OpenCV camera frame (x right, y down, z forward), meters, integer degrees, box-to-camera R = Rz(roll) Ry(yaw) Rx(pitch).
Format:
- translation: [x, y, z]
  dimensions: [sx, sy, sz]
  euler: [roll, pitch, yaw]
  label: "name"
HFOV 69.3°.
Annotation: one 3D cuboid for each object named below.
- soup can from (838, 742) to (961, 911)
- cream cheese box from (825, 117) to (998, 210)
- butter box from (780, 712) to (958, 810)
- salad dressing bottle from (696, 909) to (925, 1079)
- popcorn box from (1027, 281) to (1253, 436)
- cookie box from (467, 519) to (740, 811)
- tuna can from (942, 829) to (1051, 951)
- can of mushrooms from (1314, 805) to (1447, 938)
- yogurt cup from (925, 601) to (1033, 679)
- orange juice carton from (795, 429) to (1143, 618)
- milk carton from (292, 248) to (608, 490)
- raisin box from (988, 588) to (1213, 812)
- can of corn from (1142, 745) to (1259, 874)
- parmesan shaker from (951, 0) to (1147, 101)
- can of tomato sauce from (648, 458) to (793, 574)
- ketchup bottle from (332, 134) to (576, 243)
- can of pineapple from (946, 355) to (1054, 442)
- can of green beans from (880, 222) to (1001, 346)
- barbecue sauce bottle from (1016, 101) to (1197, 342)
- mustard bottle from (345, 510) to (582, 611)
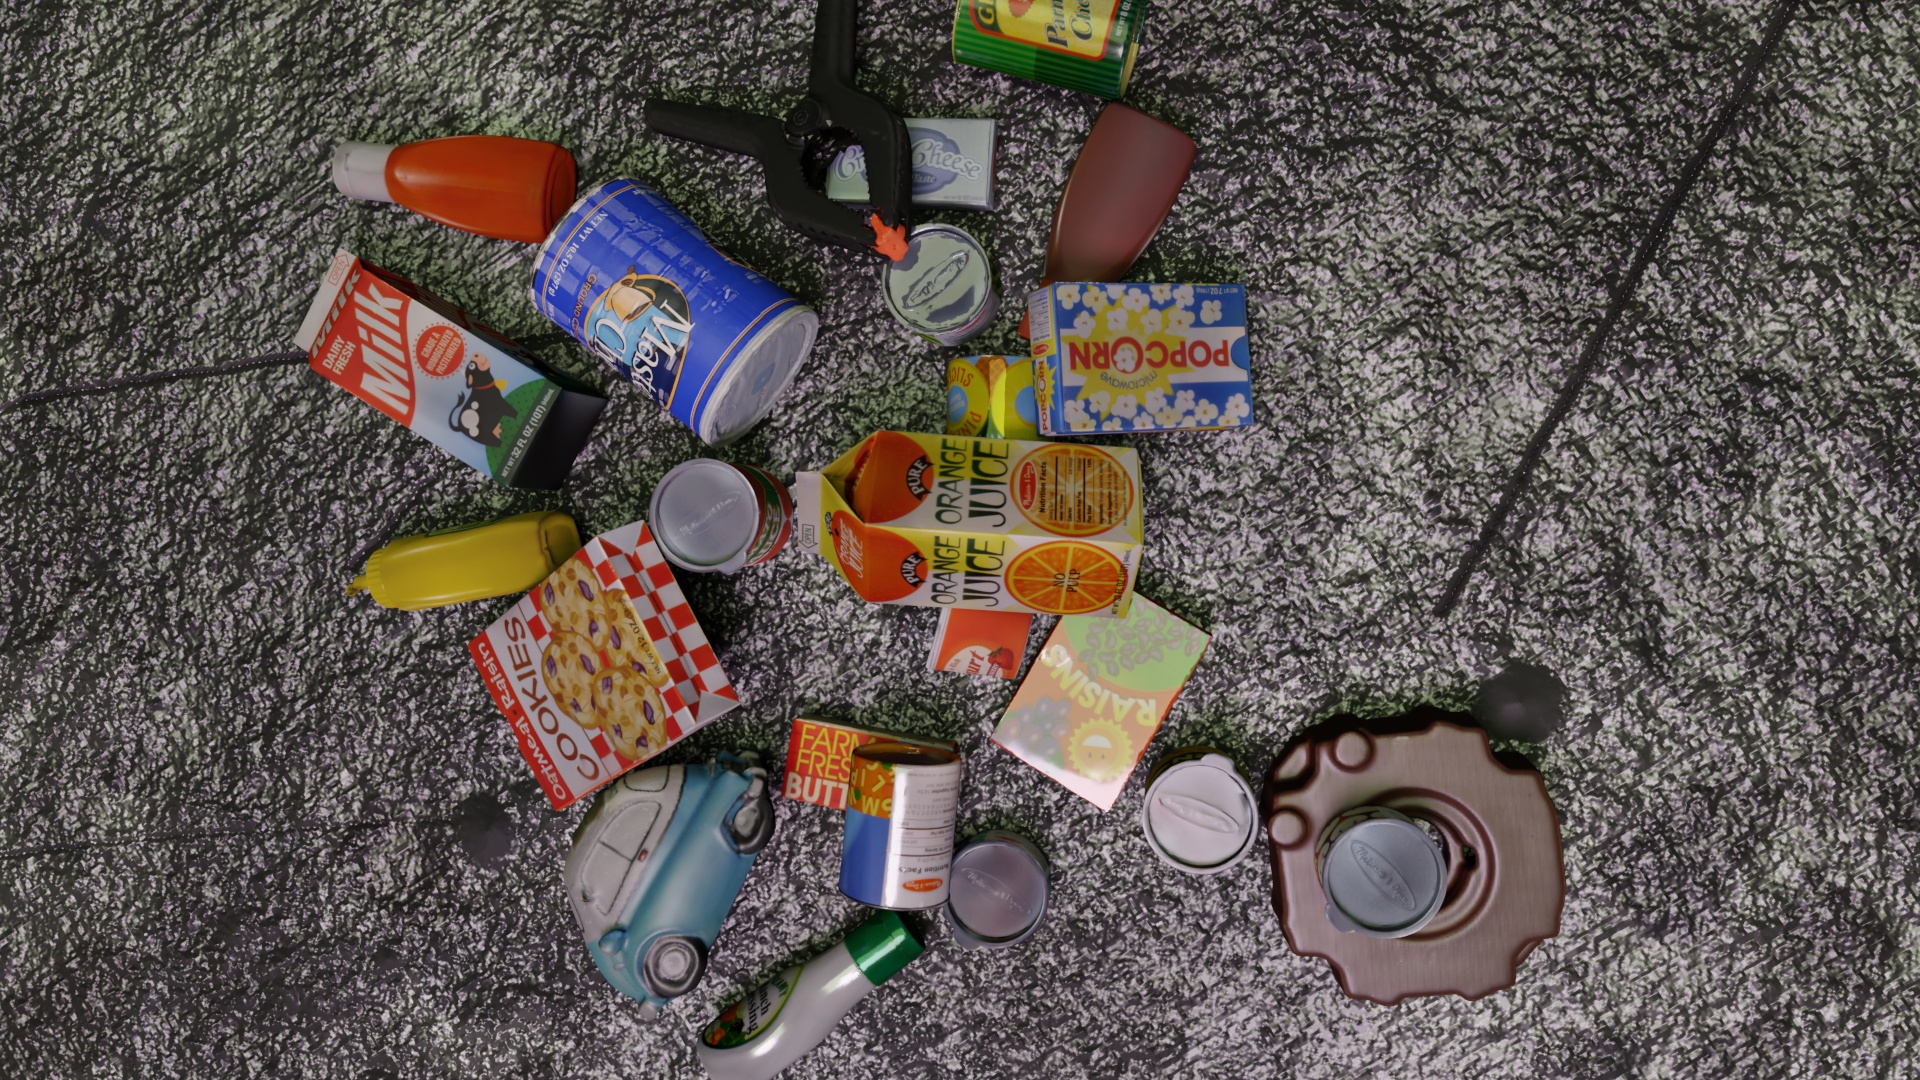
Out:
- translation: [-0.037, 0.166, 0.817]
  dimensions: [0.071, 0.071, 0.083]
  euler: [6, 92, 8]
  label: "soup can"
- translation: [-0.030, -0.232, 0.859]
  dimensions: [0.104, 0.024, 0.053]
  euler: [3, 89, 8]
  label: "cream cheese box"
- translation: [-0.056, 0.143, 0.864]
  dimensions: [0.103, 0.024, 0.053]
  euler: [10, 91, 7]
  label: "butter box"
- translation: [-0.090, 0.280, 0.854]
  dimensions: [0.148, 0.064, 0.044]
  euler: [-36, 105, -2]
  label: "salad dressing bottle"
- translation: [0.104, -0.105, 0.807]
  dimensions: [0.127, 0.038, 0.085]
  euler: [-4, 90, -21]
  label: "popcorn box"
- translation: [-0.221, 0.080, 0.839]
  dimensions: [0.167, 0.040, 0.123]
  euler: [-32, 85, 39]
  label: "cookie box"
- translation: [0.021, 0.214, 0.850]
  dimensions: [0.071, 0.033, 0.071]
  euler: [0, 90, 8]
  label: "tuna can"
- translation: [0.228, 0.183, 0.765]
  dimensions: [0.071, 0.033, 0.071]
  euler: [0, 93, 5]
  label: "can of mushrooms"
- translation: [0.013, 0.051, 0.836]
  dimensions: [0.054, 0.072, 0.072]
  euler: [14, 93, -1]
  label: "yogurt cup"
- translation: [0.003, -0.010, 0.789]
  dimensions: [0.193, 0.071, 0.073]
  euler: [4, 51, 0]
  label: "orange juice carton"
- translation: [-0.330, -0.109, 0.875]
  dimensions: [0.191, 0.073, 0.072]
  euler: [30, 95, 7]
  label: "milk carton"
- translation: [0.084, 0.088, 0.838]
  dimensions: [0.086, 0.040, 0.123]
  euler: [30, 93, 6]
  label: "raisin box"
- translation: [0.142, 0.155, 0.820]
  dimensions: [0.071, 0.058, 0.071]
  euler: [0, 91, 8]
  label: "can of corn"
- translation: [0.054, -0.309, 0.827]
  dimensions: [0.103, 0.071, 0.071]
  euler: [15, 93, 7]
  label: "parmesan shaker"
- translation: [-0.142, -0.014, 0.845]
  dimensions: [0.071, 0.083, 0.071]
  euler: [0, 91, 8]
  label: "can of tomato sauce"
- translation: [-0.325, -0.230, 0.889]
  dimensions: [0.149, 0.043, 0.064]
  euler: [9, 91, 8]
  label: "ketchup bottle"
- translation: [0.023, -0.079, 0.830]
  dimensions: [0.071, 0.071, 0.058]
  euler: [1, 90, 8]
  label: "can of pineapple"
- translation: [-0.010, -0.154, 0.839]
  dimensions: [0.071, 0.058, 0.071]
  euler: [0, 91, 8]
  label: "can of green beans"
- translation: [0.082, -0.183, 0.834]
  dimensions: [0.065, 0.044, 0.148]
  euler: [27, 94, 5]
  label: "barbecue sauce bottle"
- translation: [-0.323, 0.016, 0.881]
  dimensions: [0.160, 0.065, 0.048]
  euler: [-10, 93, 12]
  label: "mustard bottle"
